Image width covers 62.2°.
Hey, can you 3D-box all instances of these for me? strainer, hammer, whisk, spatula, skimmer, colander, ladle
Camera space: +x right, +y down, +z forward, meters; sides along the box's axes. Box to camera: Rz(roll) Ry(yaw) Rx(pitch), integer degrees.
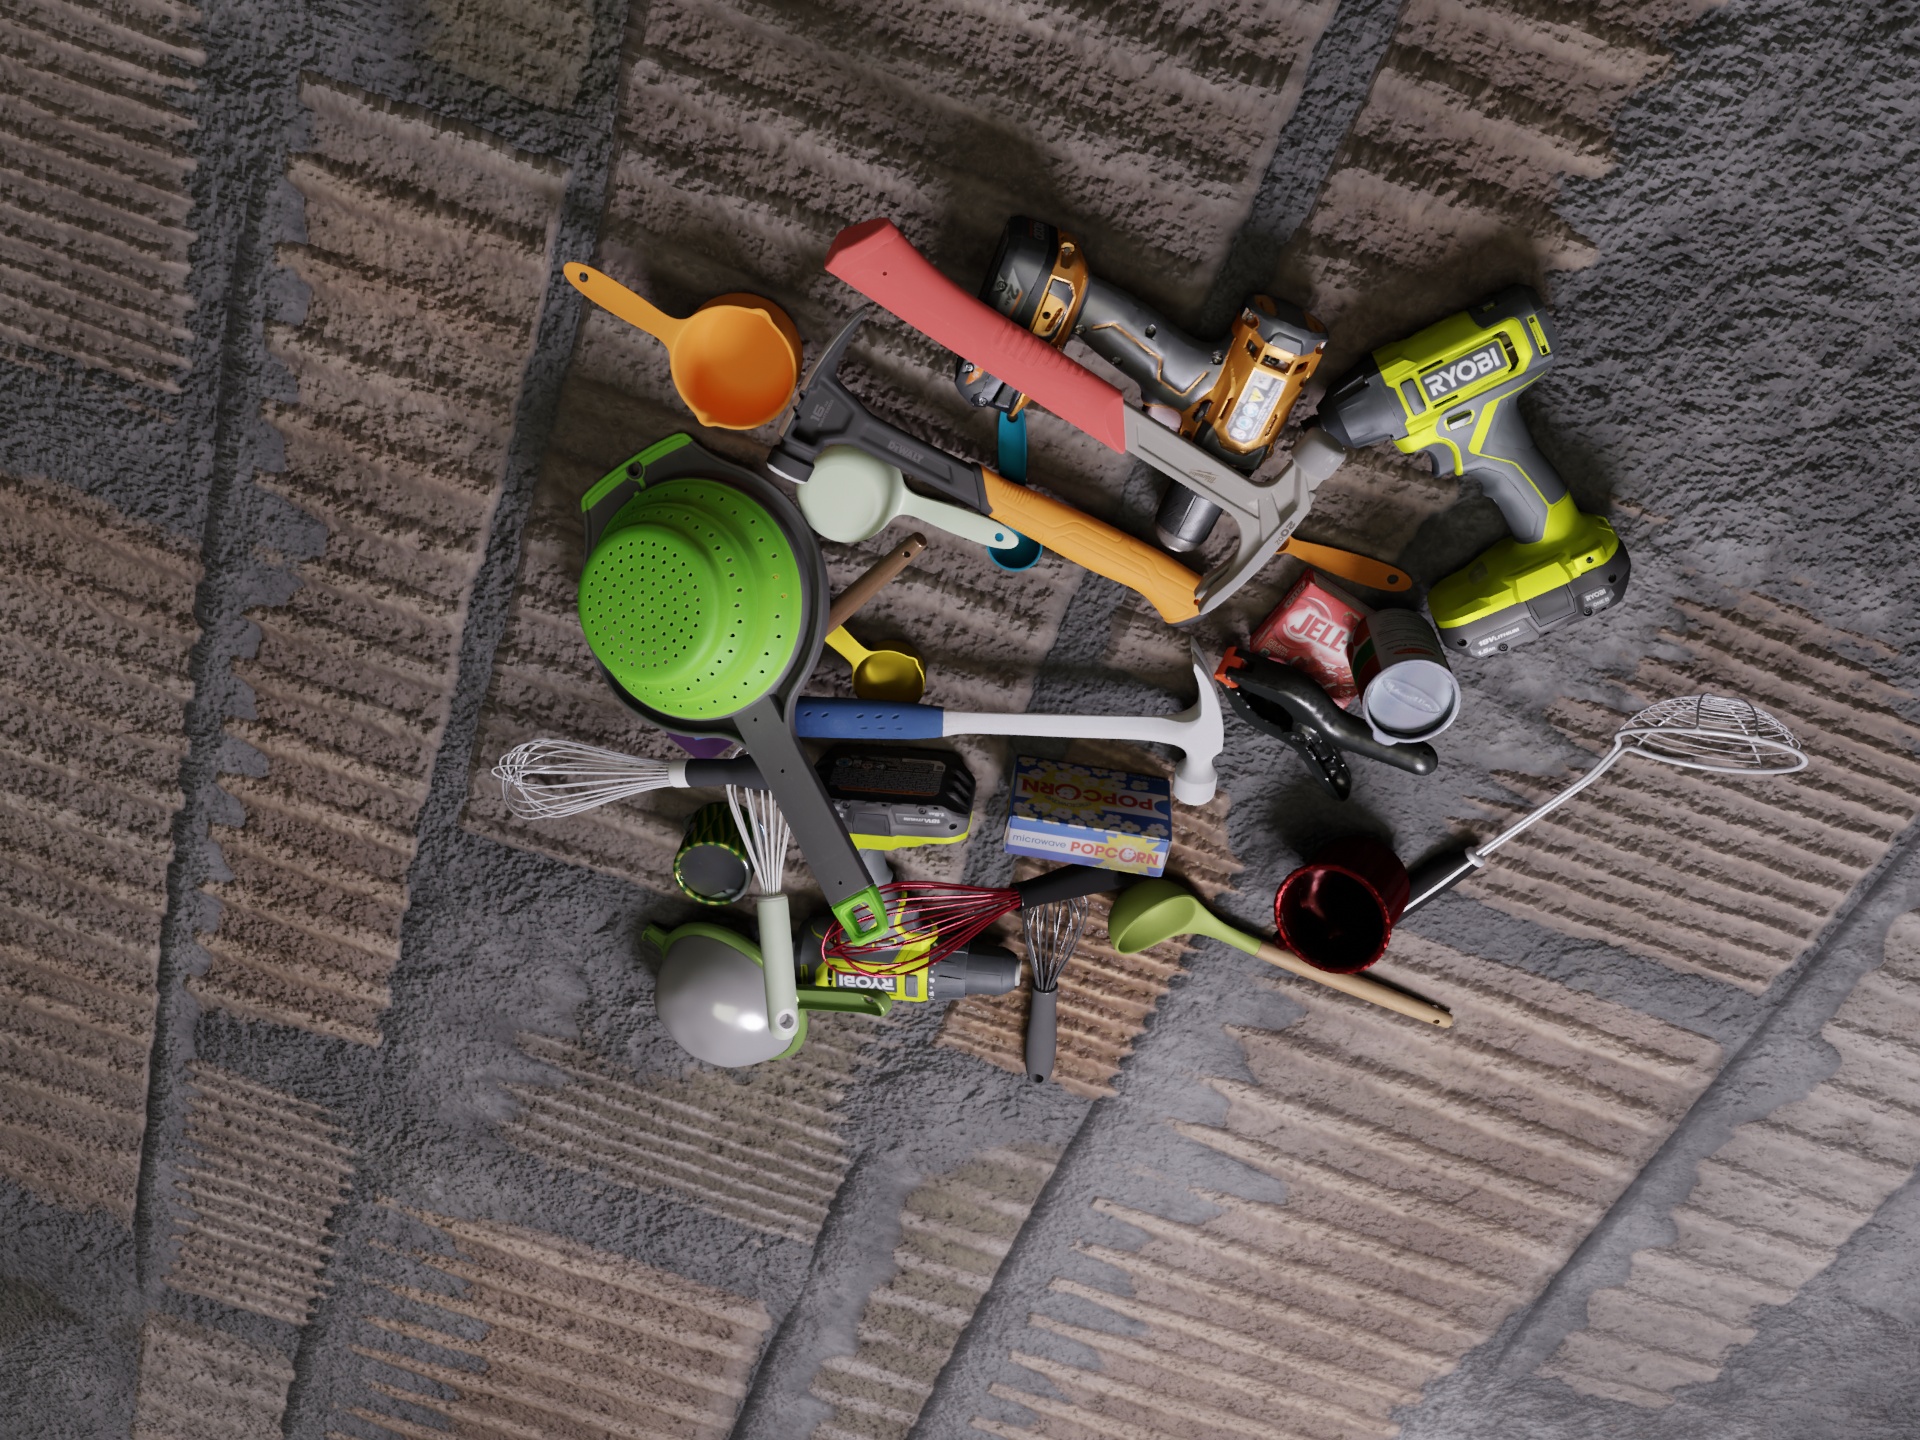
[{"bbox_3d":[-0.170,0.248,1.335,0.256,0.069,0.151,-5,119,39],"label":"strainer"},{"bbox_3d":[0.039,-0.161,1.126,0.336,0.034,0.127,25,104,-15],"label":"hammer"},{"bbox_3d":[0.076,0.228,1.369,0.055,0.055,0.238,5,125,3],"label":"whisk"},{"bbox_3d":[0.069,-0.204,1.027,0.358,0.037,0.149,27,122,-20],"label":"hammer"},{"bbox_3d":[-0.130,-0.054,1.207,0.059,0.018,0.316,41,129,-17],"label":"spatula"},{"bbox_3d":[-0.002,-0.004,1.212,0.405,0.035,0.144,2,130,1],"label":"hammer"},{"bbox_3d":[-0.246,0.042,1.258,0.284,0.070,0.070,-2,121,21],"label":"whisk"},{"bbox_3d":[0.457,0.095,1.219,0.127,0.090,0.363,20,129,-43],"label":"skimmer"},{"bbox_3d":[-0.153,0.134,1.276,0.057,0.059,0.246,-6,92,-24],"label":"whisk"},{"bbox_3d":[-0.165,-0.013,1.130,0.204,0.094,0.397,-29,87,19],"label":"colander"},{"bbox_3d":[0.271,0.208,1.327,0.320,0.062,0.078,22,130,-10],"label":"ladle"},{"bbox_3d":[0.027,0.143,1.243,0.295,0.073,0.073,-12,125,-27],"label":"whisk"}]

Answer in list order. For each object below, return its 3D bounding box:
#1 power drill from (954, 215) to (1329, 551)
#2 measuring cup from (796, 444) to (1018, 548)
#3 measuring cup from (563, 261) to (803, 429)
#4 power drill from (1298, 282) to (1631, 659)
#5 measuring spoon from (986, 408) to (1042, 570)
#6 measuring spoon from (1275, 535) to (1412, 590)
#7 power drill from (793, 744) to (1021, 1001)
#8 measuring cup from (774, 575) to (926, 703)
[{"bbox_3d":[0.111,-0.223,1.082,0.226,0.084,0.185,18,122,-9],"label":"power drill"},{"bbox_3d":[-0.040,-0.151,1.150,0.167,0.038,0.083,20,118,4],"label":"measuring cup"},{"bbox_3d":[-0.189,-0.273,1.100,0.173,0.052,0.095,30,119,-9],"label":"measuring cup"},{"bbox_3d":[0.349,-0.162,1.092,0.171,0.080,0.223,-25,111,18],"label":"power drill"},{"bbox_3d":[0.040,-0.173,1.156,0.042,0.021,0.128,3,111,11],"label":"measuring spoon"},{"bbox_3d":[0.276,-0.118,1.164,0.117,0.011,0.021,17,121,-8],"label":"measuring spoon"},{"bbox_3d":[-0.043,0.139,1.310,0.190,0.080,0.228,4,123,5],"label":"power drill"},{"bbox_3d":[-0.089,-0.068,1.223,0.156,0.029,0.062,43,116,-15],"label":"measuring cup"}]
